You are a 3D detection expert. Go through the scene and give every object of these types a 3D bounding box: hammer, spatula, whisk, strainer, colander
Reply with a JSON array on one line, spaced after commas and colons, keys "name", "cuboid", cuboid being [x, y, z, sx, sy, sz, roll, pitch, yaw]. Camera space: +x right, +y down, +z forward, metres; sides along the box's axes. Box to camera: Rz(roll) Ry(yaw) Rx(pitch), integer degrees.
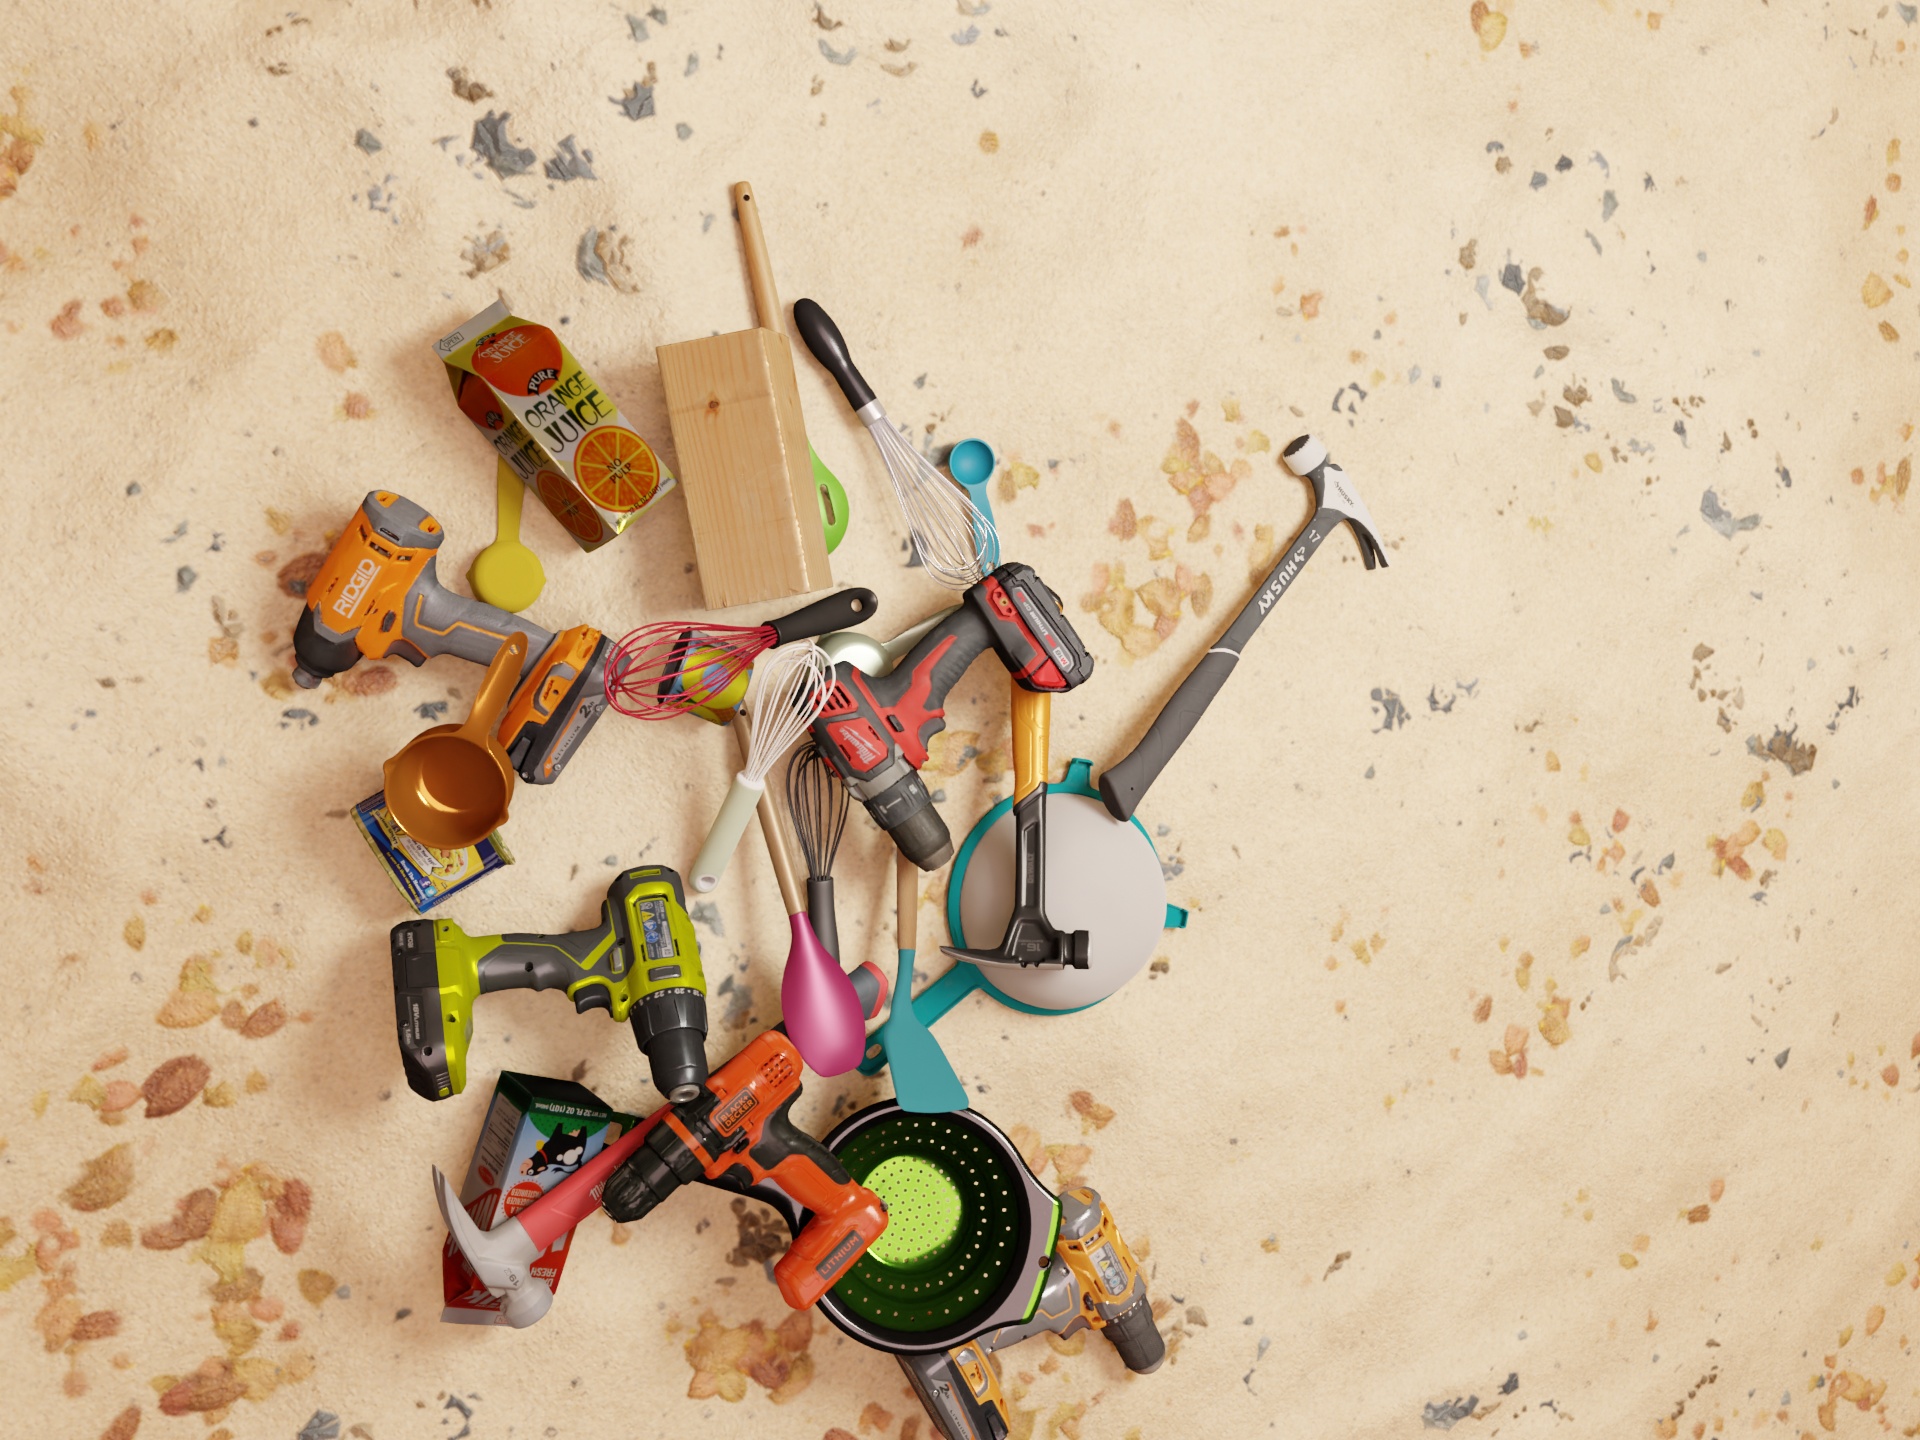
[{"name": "hammer", "cuboid": [0.252, -0.071, 1.444, 0.149, 0.036, 0.409, 46, 69, -19]}, {"name": "spatula", "cuboid": [-0.036, 0.166, 1.337, 0.082, 0.044, 0.318, 12, 72, -45]}, {"name": "whisk", "cuboid": [-0.165, 0.041, 1.269, 0.057, 0.059, 0.246, 16, 116, -26]}, {"name": "hammer", "cuboid": [0.052, 0.043, 1.356, 0.127, 0.034, 0.337, 1, 73, 4]}, {"name": "whisk", "cuboid": [-0.058, -0.232, 1.343, 0.070, 0.070, 0.284, -35, 98, -15]}, {"name": "whisk", "cuboid": [-0.163, -0.063, 1.251, 0.296, 0.073, 0.073, -24, 102, -48]}, {"name": "strainer", "cuboid": [0.053, 0.200, 1.378, 0.340, 0.095, 0.211, -37, 104, -16]}, {"name": "colander", "cuboid": [-0.118, 0.395, 1.338, 0.397, 0.094, 0.204, 17, 79, -2]}, {"name": "whisk", "cuboid": [-0.116, 0.135, 1.342, 0.055, 0.055, 0.239, -4, 98, -20]}, {"name": "hammer", "cuboid": [-0.219, 0.296, 1.250, 0.386, 0.038, 0.143, -34, 113, -27]}]

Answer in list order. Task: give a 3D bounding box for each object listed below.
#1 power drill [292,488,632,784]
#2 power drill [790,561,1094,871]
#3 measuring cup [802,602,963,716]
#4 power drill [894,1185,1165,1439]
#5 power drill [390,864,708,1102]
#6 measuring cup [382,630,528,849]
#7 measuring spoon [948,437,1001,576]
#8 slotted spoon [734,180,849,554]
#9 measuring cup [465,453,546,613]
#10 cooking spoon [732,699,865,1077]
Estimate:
[{"name": "power drill", "cuboid": [-0.385, -0.048, 1.205, 0.226, 0.084, 0.164, 34, 105, -15]}, {"name": "power drill", "cuboid": [-0.002, -0.004, 1.305, 0.226, 0.080, 0.188, -34, 96, -7]}, {"name": "measuring cup", "cuboid": [-0.055, -0.059, 1.355, 0.167, 0.038, 0.083, -29, 102, -15]}, {"name": "power drill", "cuboid": [0.072, 0.552, 1.413, 0.226, 0.084, 0.185, -32, 104, -21]}, {"name": "power drill", "cuboid": [-0.307, 0.215, 1.213, 0.228, 0.080, 0.191, -7, 54, -17]}, {"name": "measuring cup", "cuboid": [-0.353, 0.009, 1.161, 0.095, 0.052, 0.173, 26, 98, -11]}, {"name": "measuring spoon", "cuboid": [0.015, -0.184, 1.392, 0.042, 0.021, 0.128, -15, 107, -15]}, {"name": "slotted spoon", "cuboid": [-0.149, -0.288, 1.318, 0.070, 0.031, 0.314, -13, 95, -15]}, {"name": "measuring cup", "cuboid": [-0.352, -0.161, 1.245, 0.062, 0.029, 0.156, 3, 93, -21]}, {"name": "cooking spoon", "cuboid": [-0.141, 0.133, 1.301, 0.068, 0.017, 0.319, -13, 81, -30]}]
